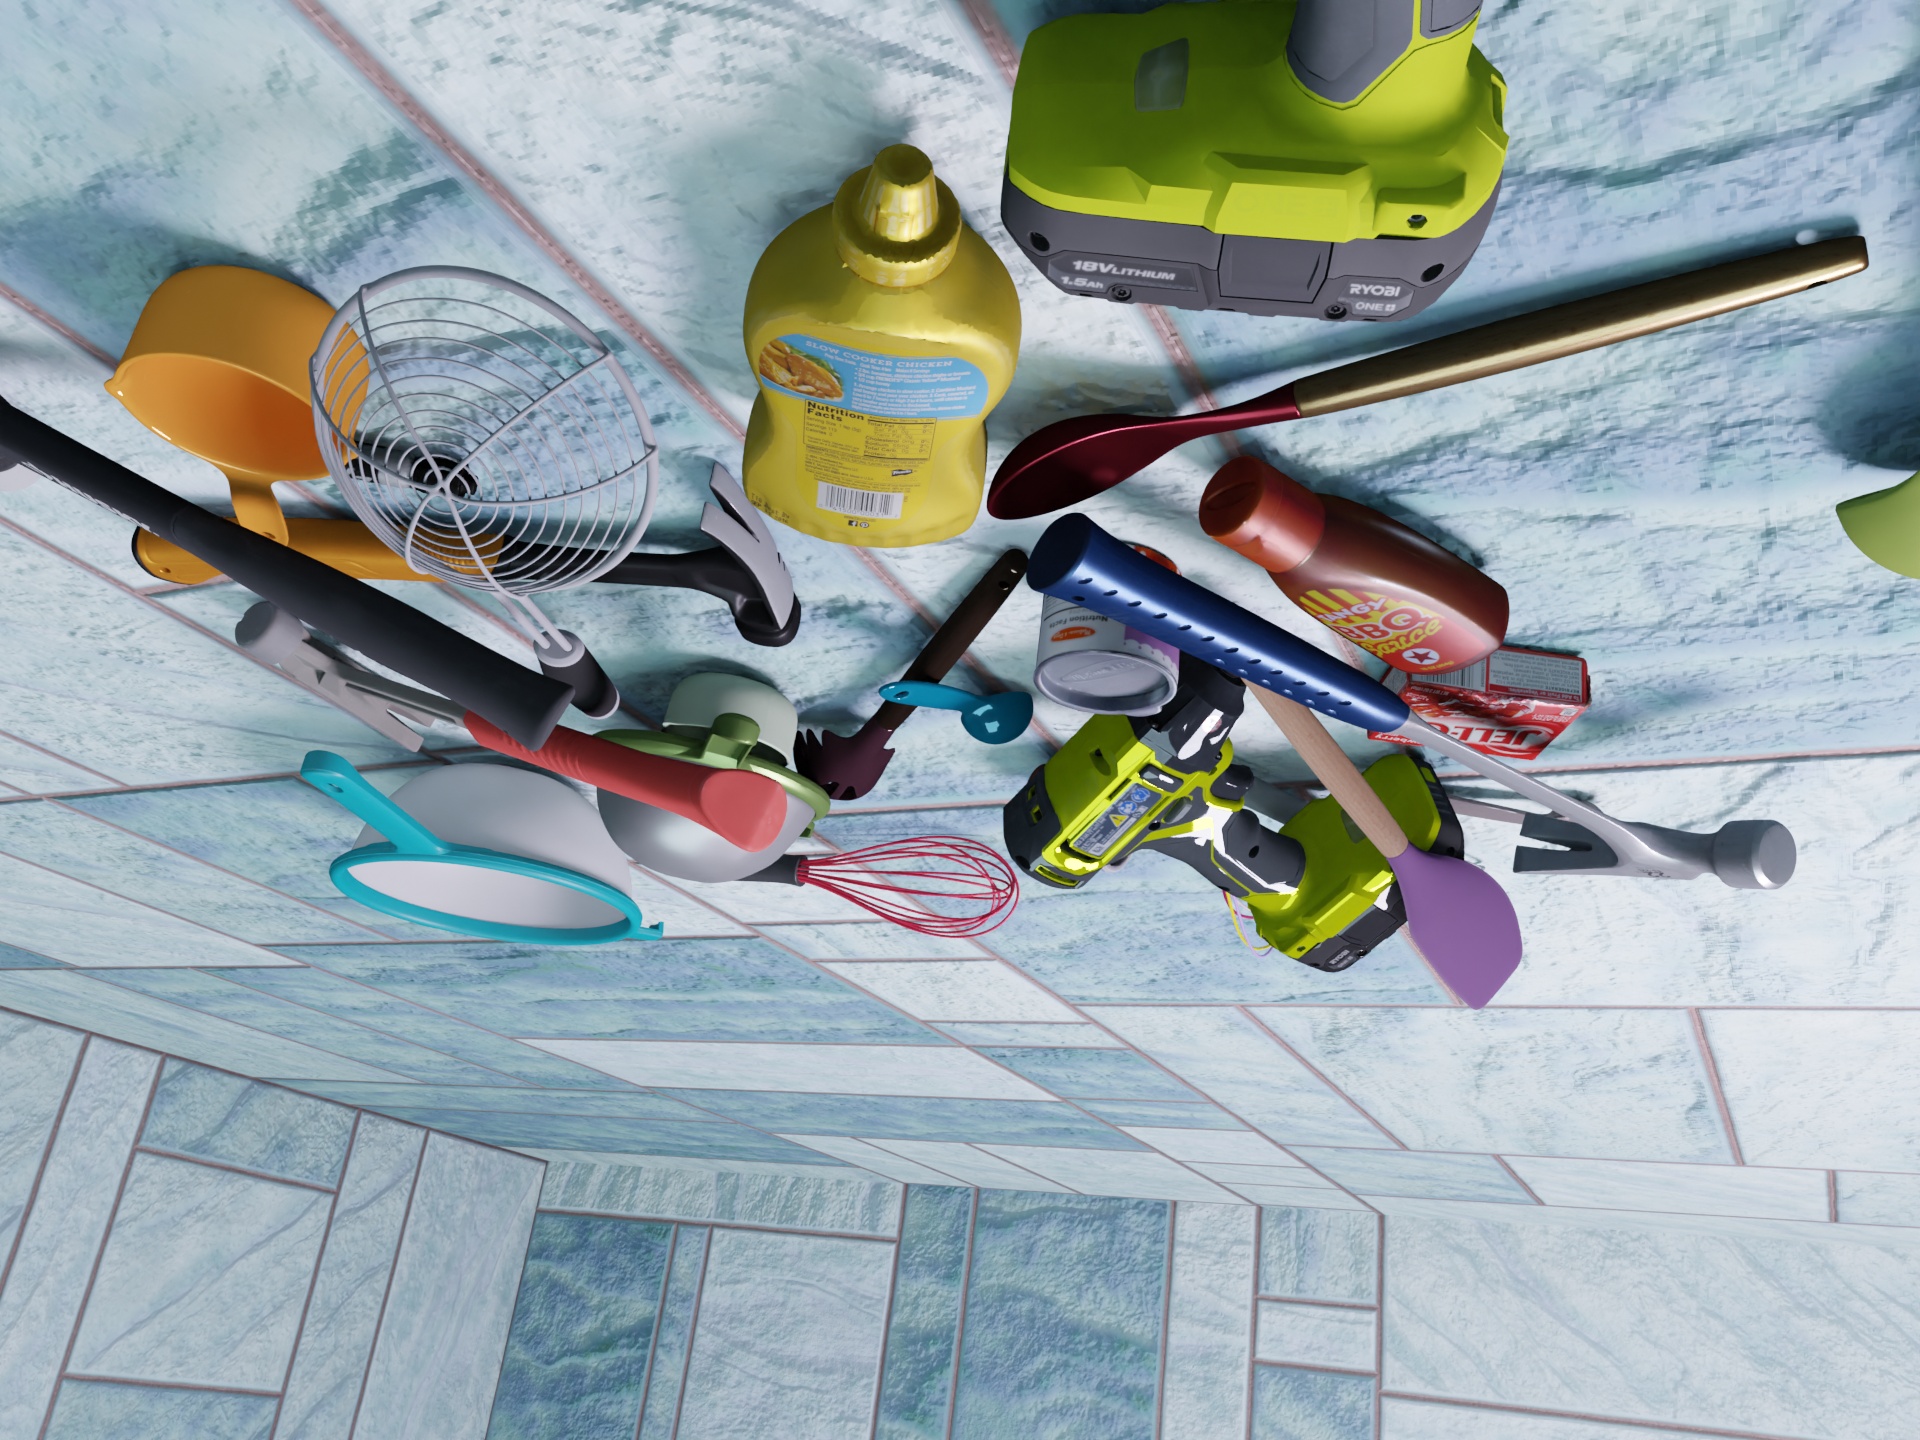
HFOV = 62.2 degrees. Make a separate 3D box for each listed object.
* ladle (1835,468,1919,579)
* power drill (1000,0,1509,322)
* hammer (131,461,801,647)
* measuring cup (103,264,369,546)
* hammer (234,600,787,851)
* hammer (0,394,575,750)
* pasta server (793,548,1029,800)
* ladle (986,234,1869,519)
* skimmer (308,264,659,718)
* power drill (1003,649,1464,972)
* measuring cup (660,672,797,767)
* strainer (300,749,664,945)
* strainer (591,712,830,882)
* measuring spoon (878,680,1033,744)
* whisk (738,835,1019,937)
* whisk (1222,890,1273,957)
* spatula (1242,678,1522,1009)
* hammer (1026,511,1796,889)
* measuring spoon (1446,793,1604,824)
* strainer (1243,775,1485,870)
[{"bbox_3d":[0.298,-0.143,0.473,0.078,0.062,0.319,-15,143,24],"label":"ladle"},{"bbox_3d":[0.063,-0.199,0.361,0.190,0.080,0.228,6,154,5],"label":"power drill"},{"bbox_3d":[-0.253,-0.083,0.778,0.337,0.034,0.127,3,157,10],"label":"hammer"},{"bbox_3d":[-0.294,-0.127,0.671,0.095,0.052,0.173,14,159,-13],"label":"measuring cup"},{"bbox_3d":[-0.234,0.012,0.861,0.359,0.037,0.149,15,162,33],"label":"hammer"},{"bbox_3d":[-0.311,-0.076,0.667,0.335,0.035,0.146,27,163,6],"label":"hammer"},{"bbox_3d":[-0.030,-0.019,0.872,0.060,0.040,0.316,15,152,-16],"label":"pasta server"},{"bbox_3d":[0.147,-0.121,0.572,0.315,0.031,0.069,-10,175,31],"label":"ladle"},{"bbox_3d":[-0.178,-0.073,0.693,0.127,0.090,0.363,14,169,-1],"label":"skimmer"},{"bbox_3d":[0.158,0.046,0.861,0.223,0.080,0.171,24,125,-29],"label":"power drill"},{"bbox_3d":[-0.160,0.002,0.951,0.083,0.038,0.168,24,161,-35],"label":"measuring cup"},{"bbox_3d":[-0.331,0.060,1.056,0.211,0.095,0.340,2,156,10],"label":"strainer"},{"bbox_3d":[-0.145,0.050,0.903,0.151,0.069,0.256,16,166,-10],"label":"strainer"},{"bbox_3d":[-0.001,-0.003,0.849,0.042,0.021,0.128,-29,159,28],"label":"measuring spoon"},{"bbox_3d":[-0.097,0.110,1.152,0.296,0.073,0.073,4,157,20],"label":"whisk"},{"bbox_3d":[0.182,0.095,1.056,0.047,0.051,0.244,-23,143,14],"label":"whisk"},{"bbox_3d":[0.213,0.048,0.817,0.315,0.060,0.018,45,172,-30],"label":"spatula"},{"bbox_3d":[0.201,0.003,0.735,0.405,0.035,0.144,23,166,-27],"label":"hammer"},{"bbox_3d":[0.316,0.048,0.933,0.124,0.018,0.034,10,158,12],"label":"measuring spoon"},{"bbox_3d":[0.229,0.071,0.979,0.258,0.050,0.087,25,166,-27],"label":"strainer"}]
